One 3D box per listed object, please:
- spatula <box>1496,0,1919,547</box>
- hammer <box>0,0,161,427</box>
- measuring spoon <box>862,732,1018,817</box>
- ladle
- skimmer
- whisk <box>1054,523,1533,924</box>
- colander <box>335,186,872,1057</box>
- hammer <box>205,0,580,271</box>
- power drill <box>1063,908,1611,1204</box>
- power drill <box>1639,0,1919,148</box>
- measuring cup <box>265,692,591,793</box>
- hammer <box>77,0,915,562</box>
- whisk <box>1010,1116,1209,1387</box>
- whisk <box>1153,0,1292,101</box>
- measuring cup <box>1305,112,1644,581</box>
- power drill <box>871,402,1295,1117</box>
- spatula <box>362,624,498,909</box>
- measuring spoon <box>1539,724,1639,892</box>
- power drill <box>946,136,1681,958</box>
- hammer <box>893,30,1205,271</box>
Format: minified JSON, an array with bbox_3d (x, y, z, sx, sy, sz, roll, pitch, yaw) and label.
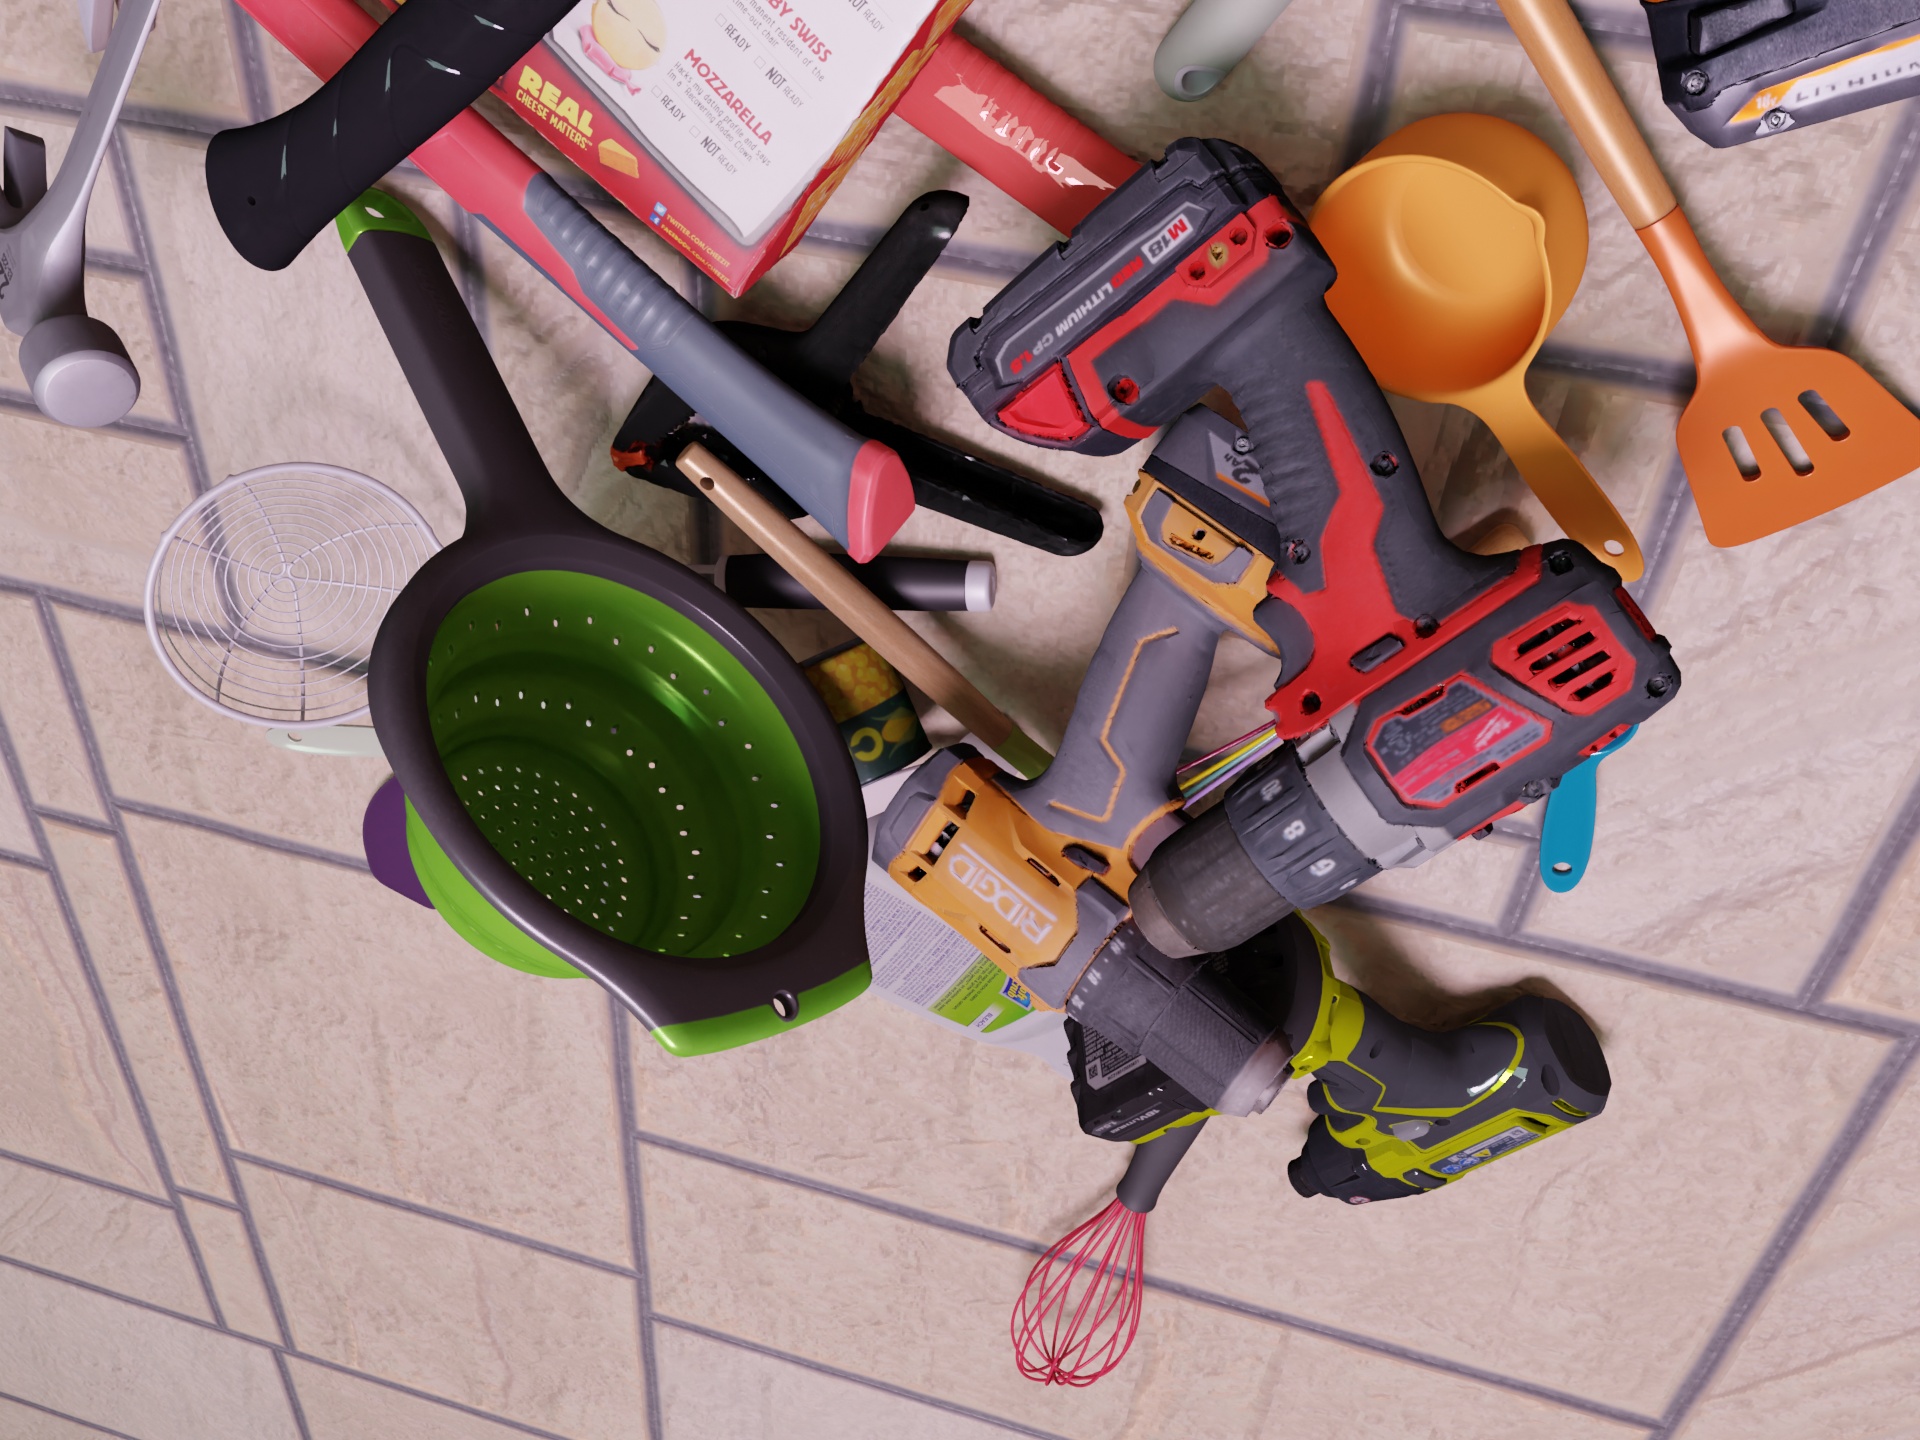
[{"bbox_3d":[0.217,-0.190,0.526,0.081,0.041,0.322,-28,108,34],"label":"spatula"},{"bbox_3d":[-0.231,-0.291,0.490,0.405,0.035,0.144,-51,61,27],"label":"hammer"},{"bbox_3d":[-0.026,0.035,0.732,0.124,0.018,0.034,-21,131,-10],"label":"measuring spoon"},{"bbox_3d":[-0.001,-0.002,0.685,0.078,0.062,0.320,-35,117,27],"label":"ladle"},{"bbox_3d":[-0.170,-0.051,0.698,0.363,0.090,0.127,2,118,11],"label":"skimmer"},{"bbox_3d":[0.130,0.007,0.647,0.245,0.051,0.047,-42,100,17],"label":"whisk"},{"bbox_3d":[-0.181,-0.037,0.631,0.094,0.204,0.397,-40,72,33],"label":"colander"},{"bbox_3d":[-0.086,-0.237,0.452,0.409,0.036,0.149,-23,114,31],"label":"hammer"},{"bbox_3d":[0.162,0.164,0.730,0.223,0.080,0.171,25,132,-30],"label":"power drill"},{"bbox_3d":[0.218,-0.281,0.424,0.164,0.084,0.226,-9,118,27],"label":"power drill"},{"bbox_3d":[-0.260,-0.001,0.795,0.167,0.038,0.083,1,134,2],"label":"measuring cup"},{"bbox_3d":[-0.178,-0.191,0.608,0.386,0.038,0.143,42,139,-4],"label":"hammer"},{"bbox_3d":[0.093,0.278,0.889,0.073,0.073,0.295,21,122,4],"label":"whisk"},{"bbox_3d":[0.122,-0.256,0.448,0.057,0.059,0.246,3,163,-23],"label":"whisk"},{"bbox_3d":[0.191,-0.127,0.544,0.173,0.052,0.095,49,146,-13],"label":"measuring cup"},{"bbox_3d":[0.092,0.020,0.602,0.185,0.084,0.226,39,104,19],"label":"power drill"},{"bbox_3d":[-0.265,-0.004,0.830,0.060,0.018,0.315,30,129,-3],"label":"spatula"},{"bbox_3d":[0.259,0.025,0.673,0.042,0.021,0.128,3,134,16],"label":"measuring spoon"},{"bbox_3d":[0.090,-0.048,0.519,0.188,0.080,0.227,-37,82,23],"label":"power drill"},{"bbox_3d":[-0.026,-0.230,0.571,0.359,0.037,0.149,34,128,-6],"label":"hammer"}]
